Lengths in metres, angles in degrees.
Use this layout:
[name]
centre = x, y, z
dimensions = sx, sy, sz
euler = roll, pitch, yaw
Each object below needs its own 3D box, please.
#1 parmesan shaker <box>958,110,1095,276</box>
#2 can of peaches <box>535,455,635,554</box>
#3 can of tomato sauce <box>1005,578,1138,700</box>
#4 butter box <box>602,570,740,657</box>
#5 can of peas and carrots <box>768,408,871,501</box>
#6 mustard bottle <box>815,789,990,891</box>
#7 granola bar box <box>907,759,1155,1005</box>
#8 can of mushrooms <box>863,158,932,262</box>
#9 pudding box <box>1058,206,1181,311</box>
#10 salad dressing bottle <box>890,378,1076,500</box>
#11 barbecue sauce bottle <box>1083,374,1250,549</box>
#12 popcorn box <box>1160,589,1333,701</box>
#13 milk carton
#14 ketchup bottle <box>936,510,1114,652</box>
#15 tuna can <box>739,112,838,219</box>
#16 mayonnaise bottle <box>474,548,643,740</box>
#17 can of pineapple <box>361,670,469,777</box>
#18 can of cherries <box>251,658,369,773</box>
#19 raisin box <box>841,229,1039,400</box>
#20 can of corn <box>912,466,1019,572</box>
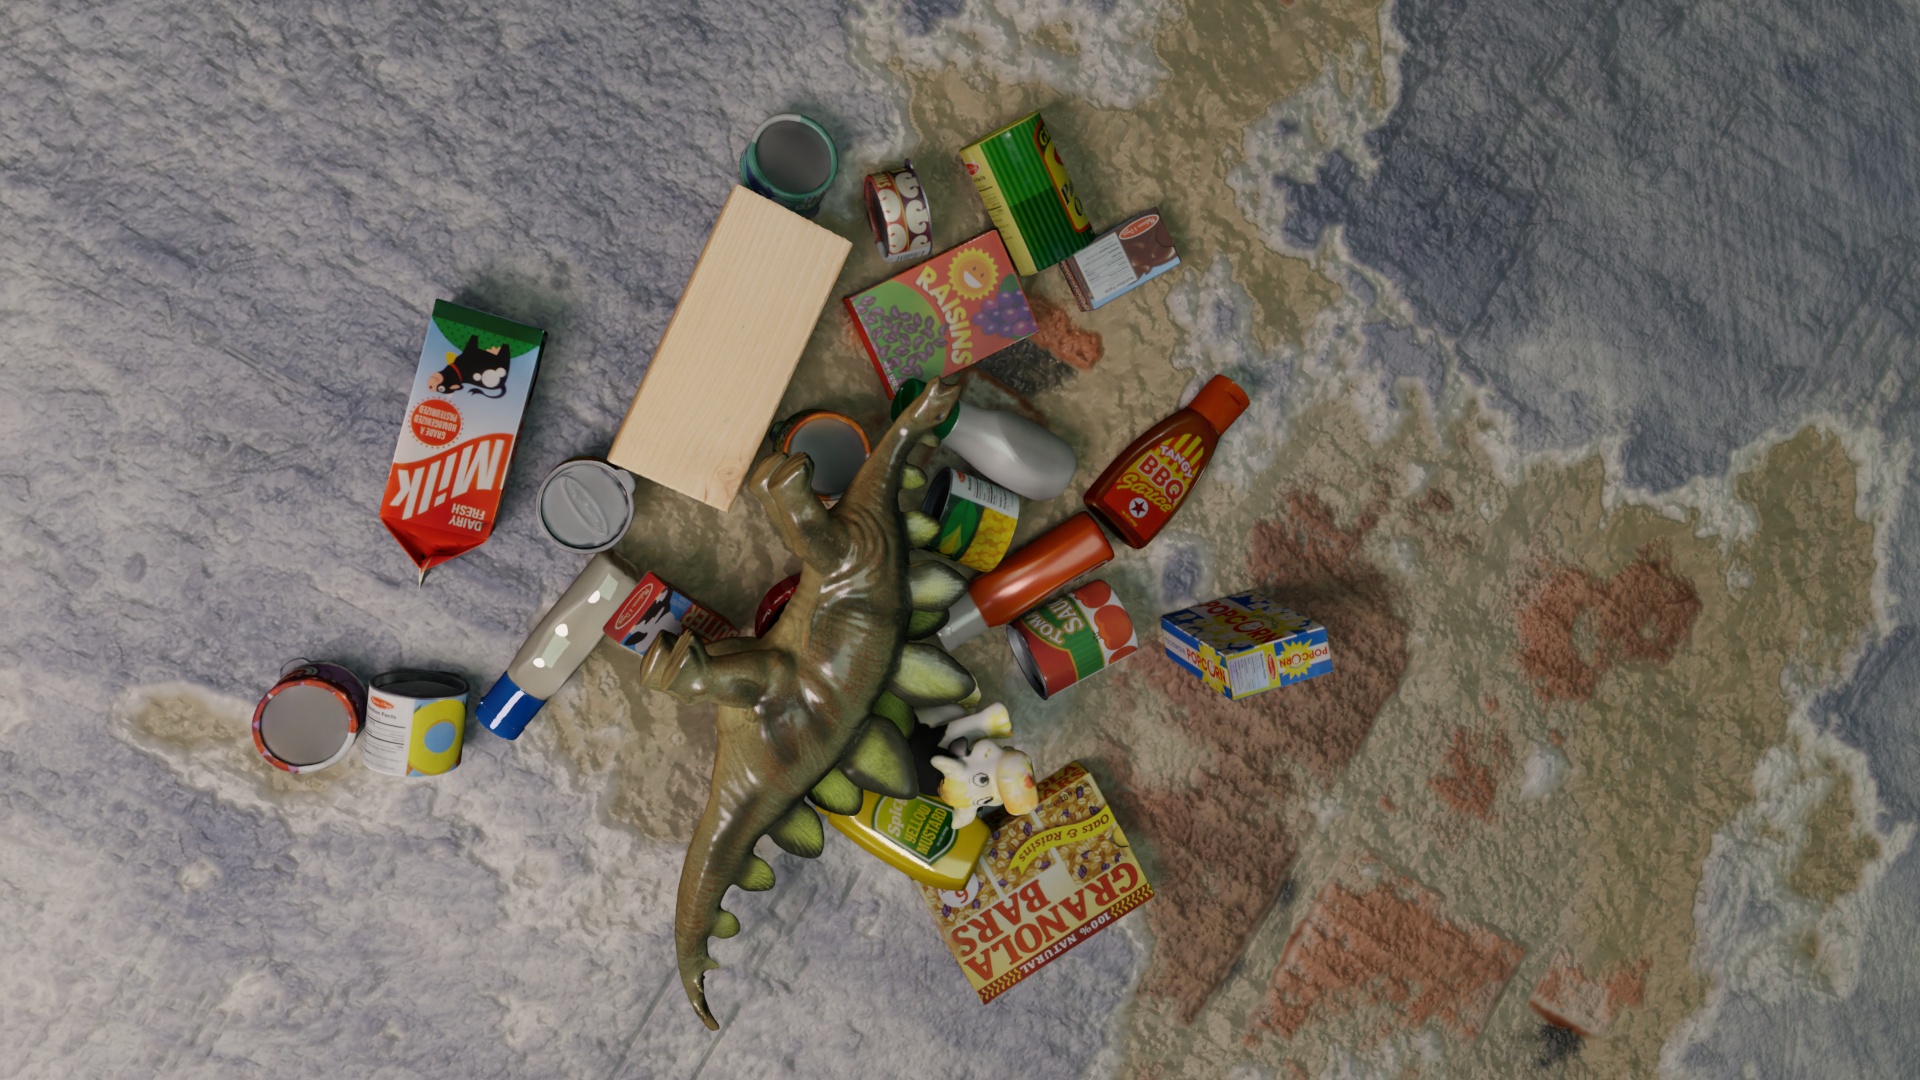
[parmesan shaker]
centre = 0.051, -0.258, 1.034
dimensions = 0.071, 0.071, 0.103
euler = -30, 107, -9
[can of peaches]
centre = -0.263, -0.027, 0.985
dimensions = 0.071, 0.058, 0.071
euler = -2, 96, -14
[can of tomato sauce]
centre = 0.086, 0.075, 1.081
dimensions = 0.083, 0.071, 0.071
euler = -27, 102, -10
[butter box]
centre = -0.206, 0.064, 0.996
dimensions = 0.053, 0.024, 0.103
euler = -52, 149, -3
[can of peas and carrots]
centre = -0.104, -0.065, 1.021
dimensions = 0.071, 0.059, 0.071
euler = -2, 97, -14
[mustard bottle]
centre = -0.058, 0.209, 1.057
dimensions = 0.160, 0.048, 0.065
euler = 24, 65, 5
[granola bar box]
centre = 0.057, 0.273, 1.111
dimensions = 0.166, 0.039, 0.124
euler = -30, 103, -9
[can of mushrooms]
centre = -0.046, -0.239, 1.011
dimensions = 0.033, 0.071, 0.071
euler = -16, 100, -11
[pudding box]
centre = 0.123, -0.217, 1.076
dimensions = 0.084, 0.030, 0.049
euler = -30, 102, -9
[salad dressing bottle]
centre = 0.018, -0.077, 1.038
dimensions = 0.147, 0.064, 0.043
euler = 23, 131, -29
[barbecue sauce bottle]
centre = 0.167, -0.066, 1.097
dimensions = 0.065, 0.043, 0.148
euler = 44, 85, -14
[popcorn box]
centre = 0.220, 0.080, 1.084
dimensions = 0.085, 0.127, 0.038
euler = -14, 104, -12
[milk carton]
centre = -0.344, -0.063, 0.953
dimensions = 0.073, 0.072, 0.190
euler = 15, 93, -16
[ketchup bottle]
centre = 0.045, 0.032, 1.070
dimensions = 0.149, 0.065, 0.043
euler = -31, 96, 0
[tuna can]
centre = -0.121, -0.268, 0.997
dimensions = 0.071, 0.032, 0.071
euler = 4, 79, -20
[mayonnaise bottle]
centre = -0.286, 0.075, 0.991
dimensions = 0.041, 0.065, 0.148
euler = 39, 90, -21
[can of pineapple]
centre = -0.378, 0.127, 0.969
dimensions = 0.071, 0.071, 0.057
euler = 7, 99, -15
[can of cherries]
centre = -0.448, 0.119, 0.955
dimensions = 0.071, 0.058, 0.071
euler = -2, 98, -14
[raisin box]
centre = -0.014, -0.169, 1.042
dimensions = 0.123, 0.040, 0.086
euler = -27, 102, -9
[can of corn]
centre = 0.004, -0.013, 1.051
dimensions = 0.058, 0.071, 0.071
euler = 21, 91, -16
